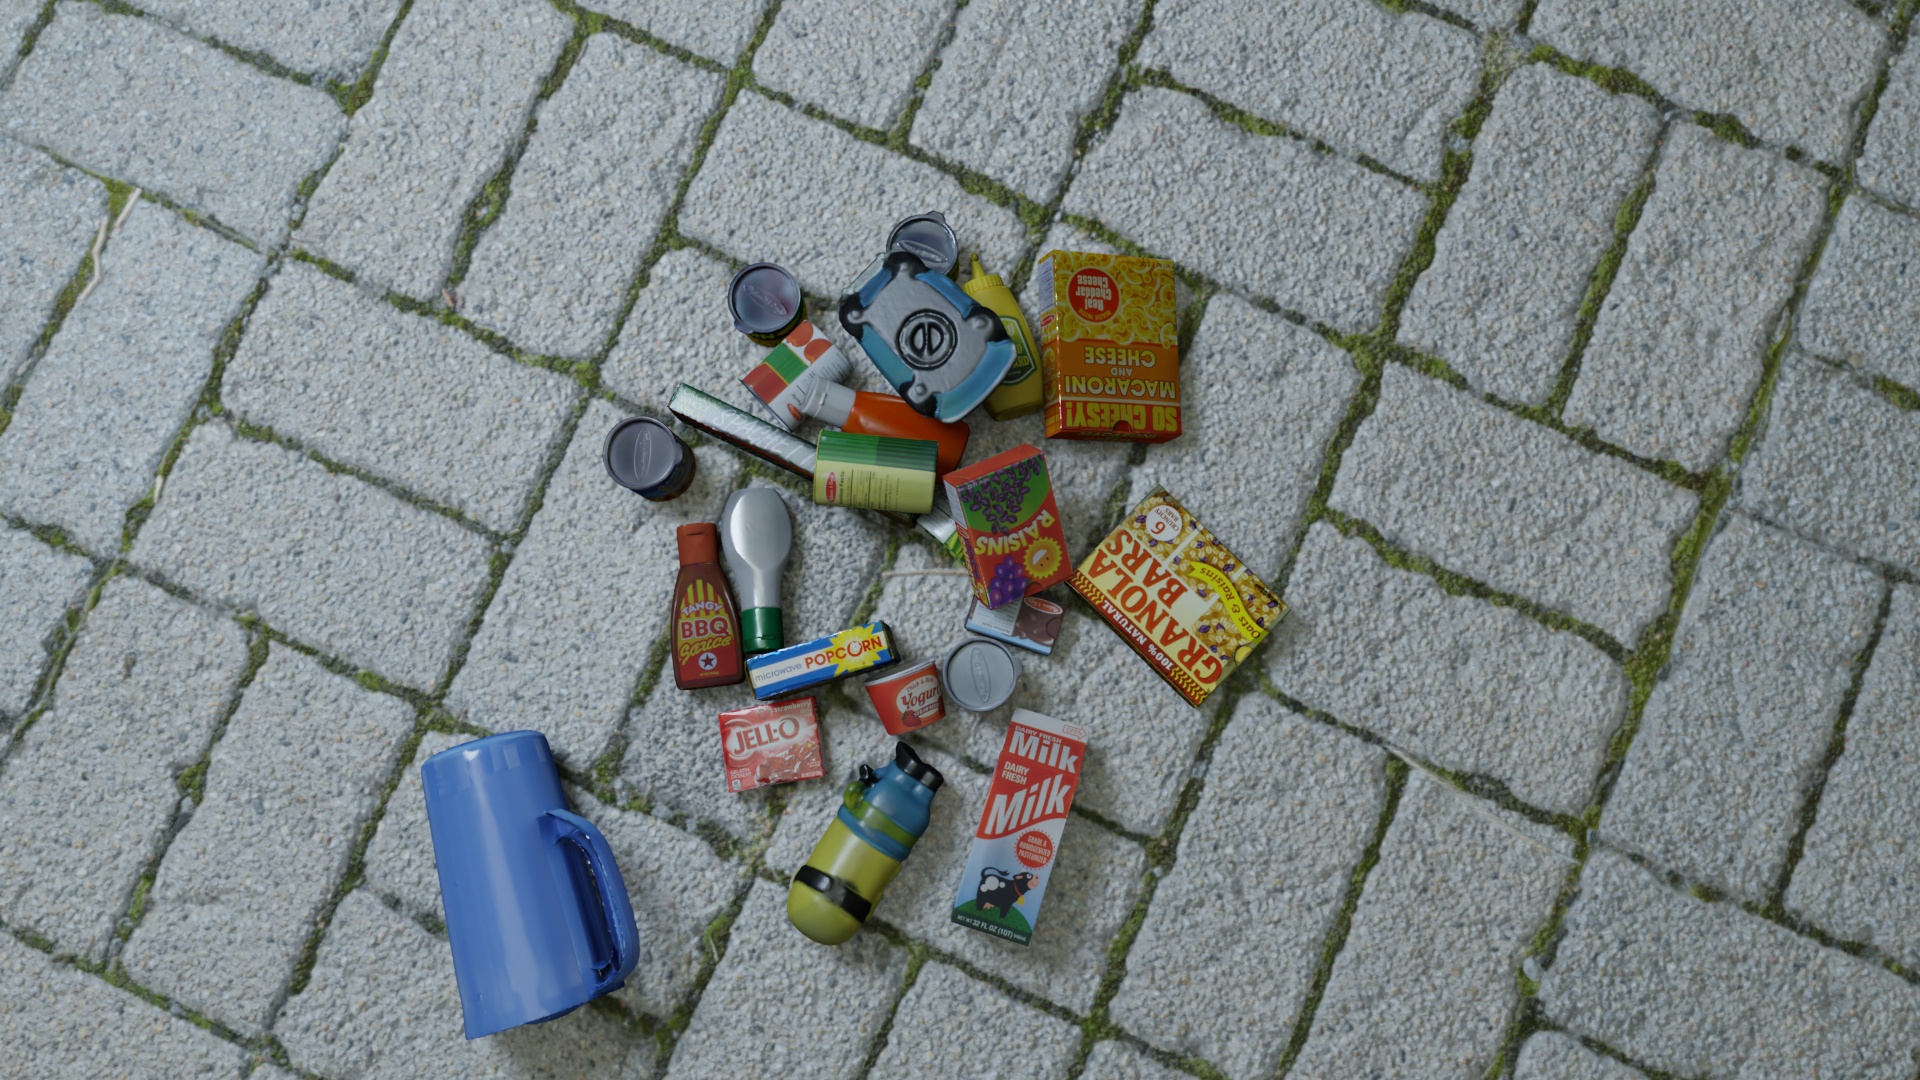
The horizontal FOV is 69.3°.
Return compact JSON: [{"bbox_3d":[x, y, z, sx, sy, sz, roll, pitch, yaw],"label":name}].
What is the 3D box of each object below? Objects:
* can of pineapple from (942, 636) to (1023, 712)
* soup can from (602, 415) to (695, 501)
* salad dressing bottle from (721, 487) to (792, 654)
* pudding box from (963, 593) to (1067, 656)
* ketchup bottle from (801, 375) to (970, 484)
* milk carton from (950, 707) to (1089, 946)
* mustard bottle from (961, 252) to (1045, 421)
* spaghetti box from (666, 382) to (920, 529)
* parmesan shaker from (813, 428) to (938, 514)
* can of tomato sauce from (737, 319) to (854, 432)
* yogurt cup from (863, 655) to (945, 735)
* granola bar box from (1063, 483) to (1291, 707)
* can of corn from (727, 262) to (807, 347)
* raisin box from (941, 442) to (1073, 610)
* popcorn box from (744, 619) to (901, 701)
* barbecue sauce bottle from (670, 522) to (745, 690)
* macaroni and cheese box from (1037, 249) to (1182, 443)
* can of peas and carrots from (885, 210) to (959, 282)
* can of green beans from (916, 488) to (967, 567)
[{"bbox_3d":[0.020,0.120,1.239,0.071,0.058,0.071,0,83,1],"label":"can of pineapple"},{"bbox_3d":[-0.277,-0.072,1.258,0.071,0.083,0.071,0,84,1],"label":"soup can"},{"bbox_3d":[-0.182,0.028,1.255,0.064,0.044,0.148,0,76,-22],"label":"salad dressing bottle"},{"bbox_3d":[0.050,0.070,1.259,0.084,0.030,0.050,17,83,3],"label":"pudding box"},{"bbox_3d":[-0.069,-0.104,1.251,0.149,0.043,0.064,22,91,-19],"label":"ketchup bottle"},{"bbox_3d":[0.053,0.247,1.215,0.072,0.073,0.190,17,83,3],"label":"milk carton"},{"bbox_3d":[0.032,-0.193,1.283,0.065,0.048,0.160,-17,83,-6],"label":"mustard bottle"},{"bbox_3d":[-0.150,-0.077,1.273,0.250,0.050,0.029,25,83,4],"label":"spaghetti box"},{"bbox_3d":[-0.073,-0.057,1.211,0.103,0.071,0.071,5,83,-1],"label":"parmesan shaker"},{"bbox_3d":[-0.150,-0.152,1.275,0.083,0.071,0.071,-45,84,-5],"label":"can of tomato sauce"},{"bbox_3d":[-0.047,0.139,1.237,0.072,0.072,0.054,-19,91,-1],"label":"yogurt cup"},{"bbox_3d":[0.194,0.050,1.254,0.165,0.039,0.124,44,86,6],"label":"granola bar box"},{"bbox_3d":[-0.179,-0.215,1.286,0.071,0.058,0.071,0,83,1],"label":"can of corn"},{"bbox_3d":[0.043,-0.012,1.211,0.086,0.040,0.123,-22,114,-16],"label":"raisin box"},{"bbox_3d":[-0.121,0.107,1.231,0.127,0.085,0.038,-16,82,0],"label":"popcorn box"},{"bbox_3d":[-0.233,0.059,1.260,0.065,0.043,0.148,-6,82,-6],"label":"barbecue sauce bottle"},{"bbox_3d":[0.136,-0.175,1.263,0.124,0.040,0.166,1,82,-20],"label":"macaroni and cheese box"},{"bbox_3d":[-0.034,-0.264,1.289,0.071,0.058,0.071,0,83,1],"label":"can of peas and carrots"},{"bbox_3d":[0.003,-0.017,1.253,0.071,0.071,0.058,41,87,6],"label":"can of green beans"}]
